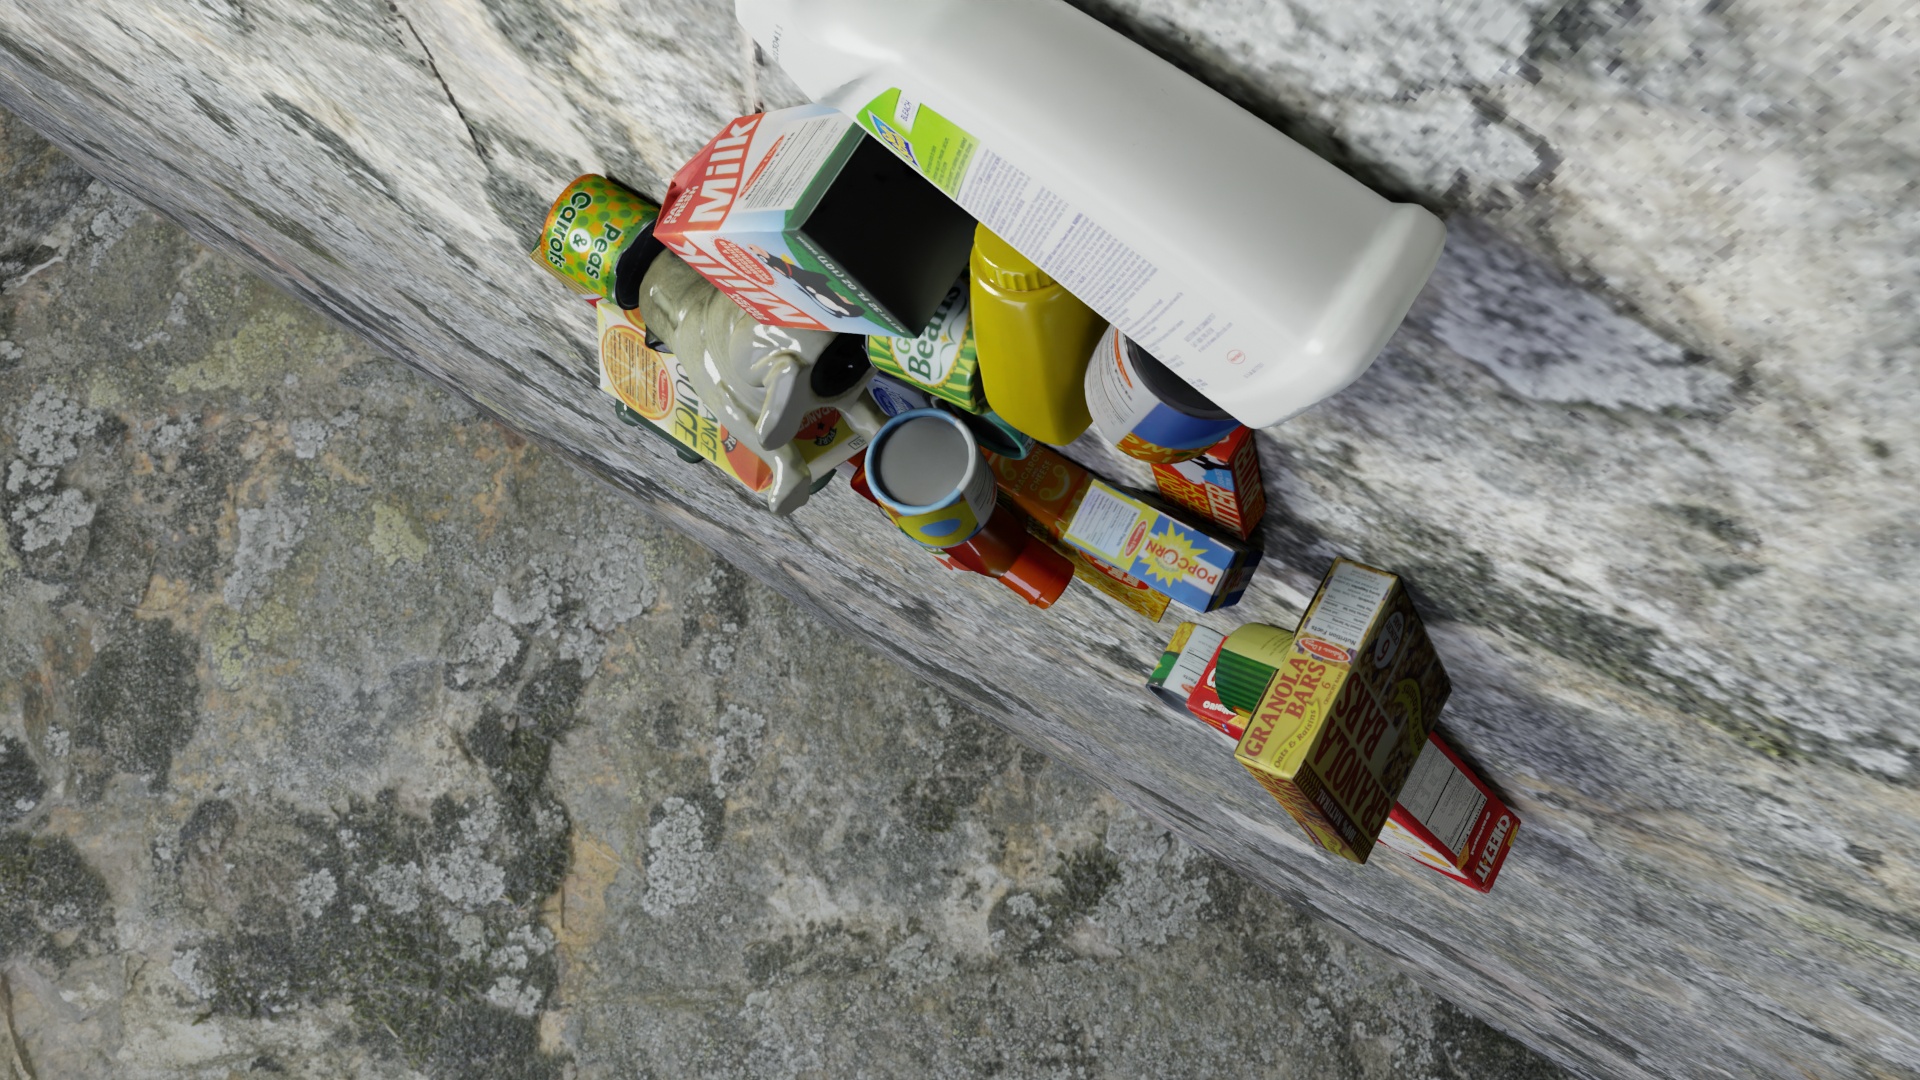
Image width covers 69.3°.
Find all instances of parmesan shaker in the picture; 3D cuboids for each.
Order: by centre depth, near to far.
[{"bbox_3d":[0.228,0.096,0.910,0.071,0.071,0.103,39,167,-35],"label":"parmesan shaker"}]

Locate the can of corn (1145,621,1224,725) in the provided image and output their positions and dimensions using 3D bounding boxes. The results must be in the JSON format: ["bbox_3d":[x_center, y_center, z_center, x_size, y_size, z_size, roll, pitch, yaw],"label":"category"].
[{"bbox_3d":[0.185,0.104,1.076,0.071,0.058,0.071,30,169,7],"label":"can of corn"}]

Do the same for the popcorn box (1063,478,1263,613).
[{"bbox_3d":[0.116,0.003,0.769,0.085,0.038,0.127,29,-171,17],"label":"popcorn box"}]

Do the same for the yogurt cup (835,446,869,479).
[{"bbox_3d":[-0.066,-0.072,0.990,0.072,0.054,0.072,30,170,6],"label":"yogurt cup"}]

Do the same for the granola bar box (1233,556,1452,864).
[{"bbox_3d":[0.220,0.100,0.783,0.039,0.124,0.165,22,165,37],"label":"granola bar box"}]

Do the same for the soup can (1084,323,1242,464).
[{"bbox_3d":[0.090,-0.069,0.538,0.071,0.071,0.083,32,170,0],"label":"soup can"}]

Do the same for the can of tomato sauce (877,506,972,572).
[{"bbox_3d":[-0.011,-0.022,1.024,0.071,0.071,0.083,21,165,44],"label":"can of tomato sauce"}]

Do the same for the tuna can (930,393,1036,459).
[{"bbox_3d":[0.020,-0.075,0.788,0.071,0.033,0.071,31,169,7],"label":"tuna can"}]

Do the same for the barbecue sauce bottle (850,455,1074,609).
[{"bbox_3d":[0.003,-0.011,0.879,0.148,0.044,0.064,35,161,-10],"label":"barbecue sauce bottle"}]

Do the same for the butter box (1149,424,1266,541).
[{"bbox_3d":[0.122,-0.037,0.701,0.053,0.024,0.103,27,168,25],"label":"butter box"}]

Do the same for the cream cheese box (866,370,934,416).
[{"bbox_3d":[-0.030,-0.091,0.884,0.053,0.024,0.103,27,169,18],"label":"cream cheese box"}]

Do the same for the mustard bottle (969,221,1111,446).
[{"bbox_3d":[0.033,-0.099,0.575,0.049,0.065,0.159,26,162,21],"label":"mustard bottle"}]

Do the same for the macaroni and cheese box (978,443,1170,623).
[{"bbox_3d":[0.071,-0.013,0.910,0.166,0.040,0.123,30,169,10],"label":"macaroni and cheese box"}]

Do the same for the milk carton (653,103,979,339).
[{"bbox_3d":[-0.073,-0.144,0.626,0.072,0.073,0.190,39,167,-34],"label":"milk carton"}]

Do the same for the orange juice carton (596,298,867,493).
[{"bbox_3d":[-0.146,-0.099,0.912,0.193,0.072,0.072,32,137,21],"label":"orange juice carton"}]

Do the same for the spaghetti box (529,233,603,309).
[{"bbox_3d":[-0.194,-0.147,1.008,0.050,0.029,0.249,-31,128,30],"label":"spaghetti box"}]

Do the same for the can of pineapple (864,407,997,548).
[{"bbox_3d":[-0.018,-0.035,0.796,0.071,0.071,0.057,27,168,21],"label":"can of pineapple"}]

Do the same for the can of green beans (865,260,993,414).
[{"bbox_3d":[-0.002,-0.099,0.650,0.058,0.071,0.071,27,168,20],"label":"can of green beans"}]

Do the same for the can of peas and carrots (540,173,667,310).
[{"bbox_3d":[-0.217,-0.185,0.858,0.059,0.071,0.071,31,169,9],"label":"can of peas and carrots"}]
